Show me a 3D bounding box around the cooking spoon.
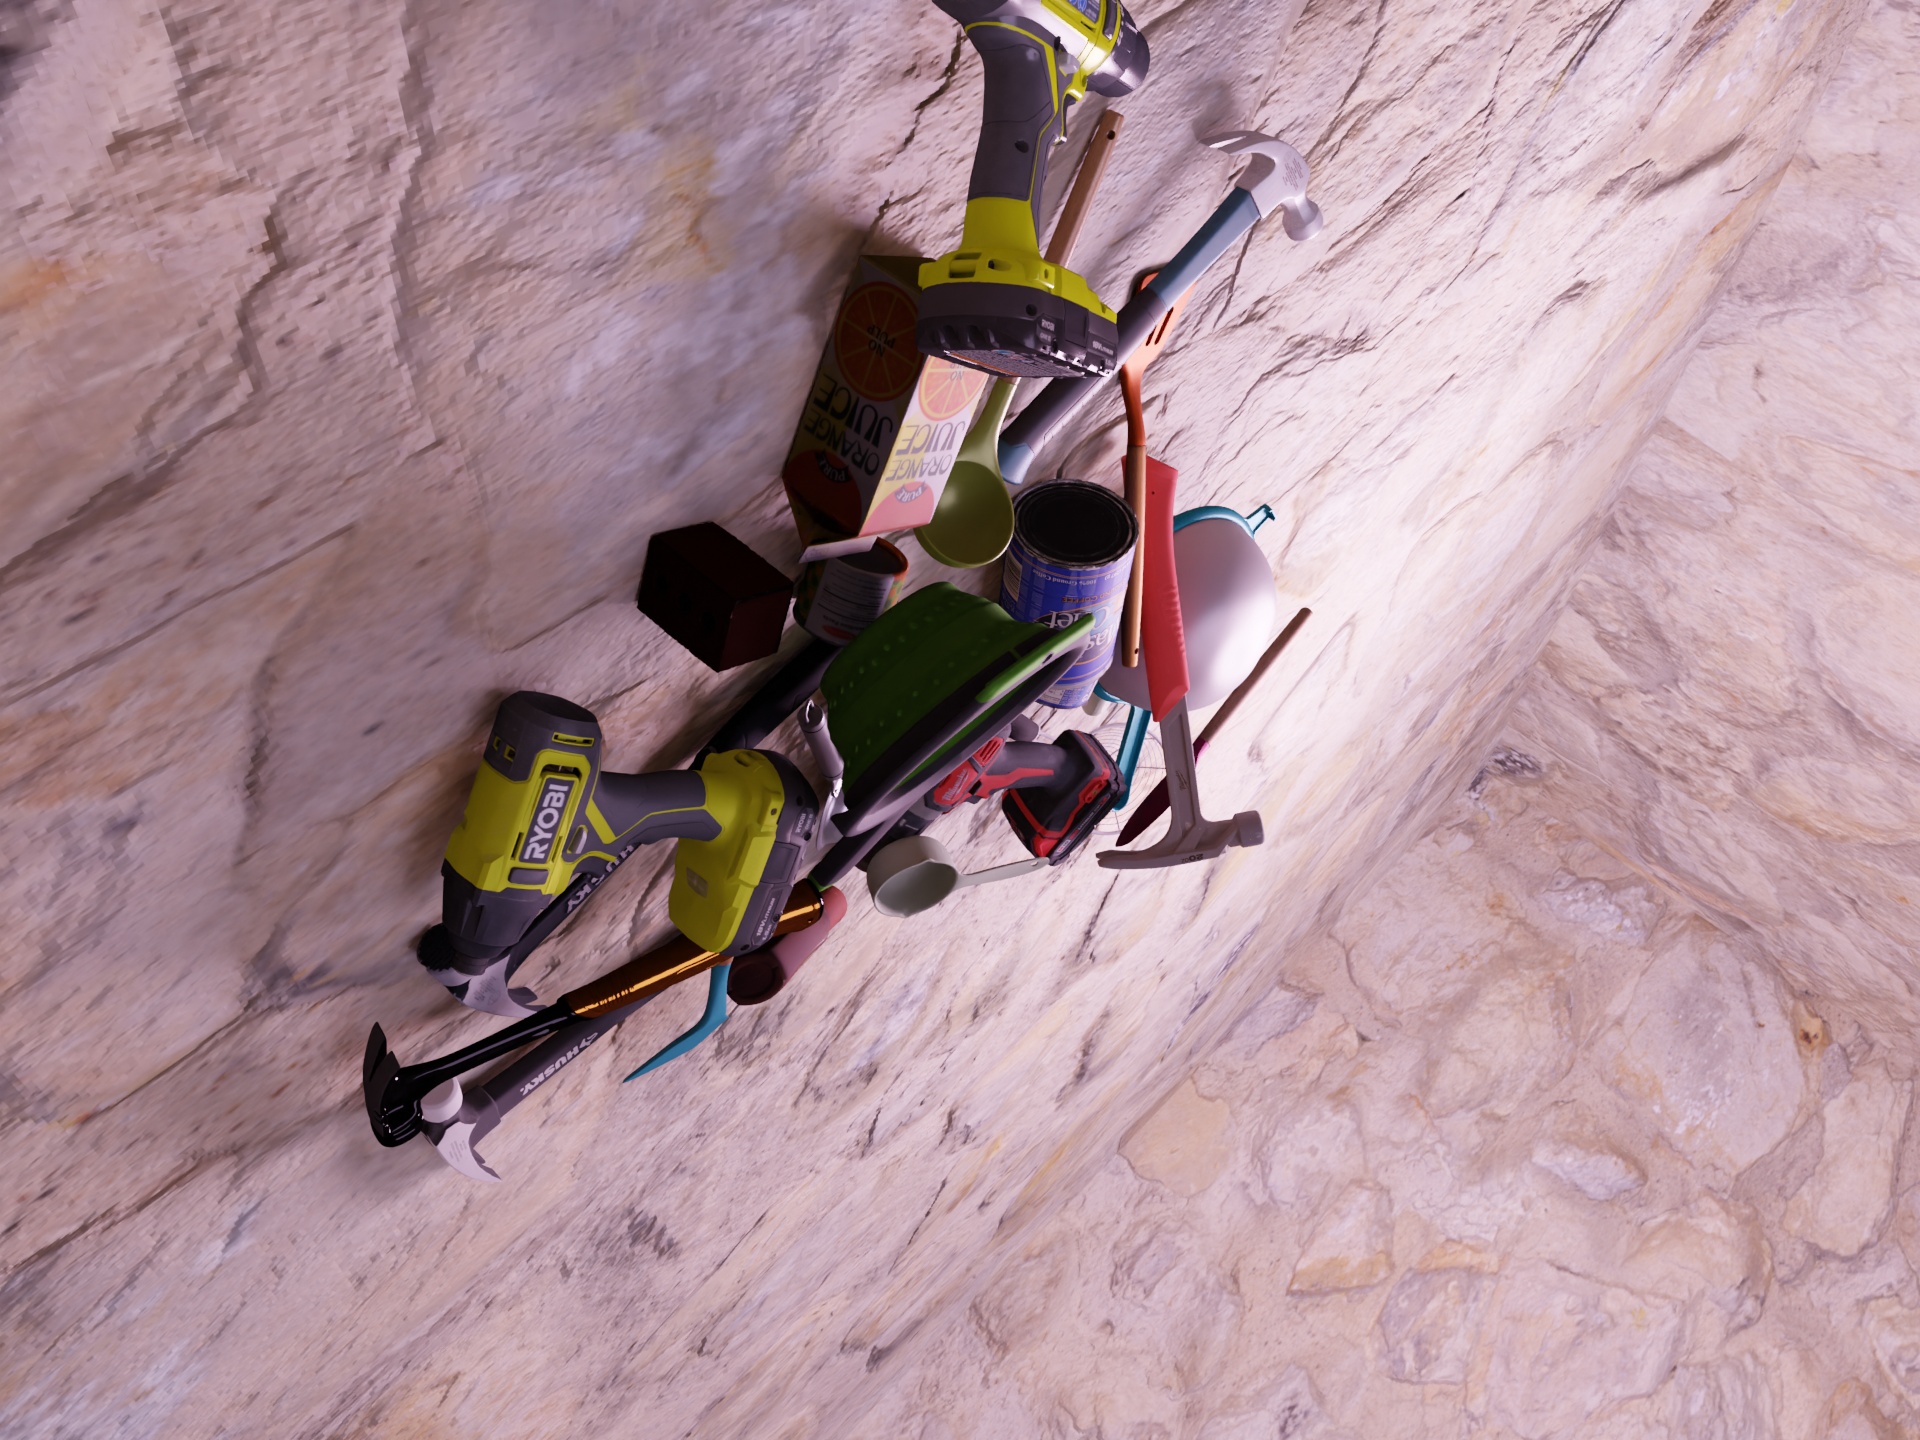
[{"bbox_3d":[0.245,0.003,1.513,0.319,0.017,0.069,-48,-173,-21],"label":"cooking spoon"}]

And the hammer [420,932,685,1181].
[{"bbox_3d":[-0.258,0.218,1.208,0.335,0.035,0.146,-37,151,-31],"label":"hammer"}]

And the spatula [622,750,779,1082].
[{"bbox_3d":[-0.182,0.153,1.188,0.082,0.044,0.317,-19,135,-50],"label":"spatula"}]

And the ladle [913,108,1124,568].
[{"bbox_3d":[0.046,-0.252,1.079,0.078,0.062,0.320,12,115,-25],"label":"ladle"}]

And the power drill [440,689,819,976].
[{"bbox_3d":[-0.209,0.081,0.992,0.223,0.080,0.171,11,103,-47],"label":"power drill"}]

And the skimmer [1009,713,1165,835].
[{"bbox_3d":[0.109,0.039,1.542,0.127,0.090,0.363,-51,156,7],"label":"skimmer"}]

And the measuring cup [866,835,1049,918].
[{"bbox_3d":[-0.003,0.123,1.363,0.167,0.038,0.083,-8,141,-26],"label":"measuring cup"}]

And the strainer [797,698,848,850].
[{"bbox_3d":[-0.094,0.040,1.202,0.258,0.050,0.087,78,31,-67],"label":"strainer"}]

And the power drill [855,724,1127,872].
[{"bbox_3d":[0.020,0.070,1.403,0.226,0.080,0.188,15,121,-48],"label":"power drill"}]

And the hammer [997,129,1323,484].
[{"bbox_3d":[0.135,-0.298,1.170,0.331,0.033,0.128,-47,139,-3],"label":"hammer"}]

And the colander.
[{"bbox_3d":[-0.055,0.013,1.091,0.204,0.094,0.397,-35,173,-36],"label":"colander"}]

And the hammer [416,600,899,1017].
[{"bbox_3d":[-0.187,0.048,1.101,0.409,0.036,0.149,-45,156,-16],"label":"hammer"}]

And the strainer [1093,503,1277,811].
[{"bbox_3d":[0.205,-0.030,1.479,0.211,0.095,0.340,-16,134,-35],"label":"strainer"}]

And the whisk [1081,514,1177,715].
[{"bbox_3d":[0.168,-0.096,1.520,0.058,0.059,0.246,-88,-163,-50],"label":"whisk"}]

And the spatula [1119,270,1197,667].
[{"bbox_3d":[0.148,-0.196,1.276,0.081,0.041,0.322,-22,119,-47],"label":"spatula"}]

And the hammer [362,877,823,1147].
[{"bbox_3d":[-0.238,0.181,1.083,0.337,0.034,0.127,-23,153,-31],"label":"hammer"}]

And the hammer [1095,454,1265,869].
[{"bbox_3d":[0.167,-0.048,1.360,0.037,0.149,0.359,-94,175,-75],"label":"hammer"}]

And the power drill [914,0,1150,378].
[{"bbox_3d":[0.048,-0.312,0.891,0.190,0.080,0.228,-3,98,-59],"label":"power drill"}]
